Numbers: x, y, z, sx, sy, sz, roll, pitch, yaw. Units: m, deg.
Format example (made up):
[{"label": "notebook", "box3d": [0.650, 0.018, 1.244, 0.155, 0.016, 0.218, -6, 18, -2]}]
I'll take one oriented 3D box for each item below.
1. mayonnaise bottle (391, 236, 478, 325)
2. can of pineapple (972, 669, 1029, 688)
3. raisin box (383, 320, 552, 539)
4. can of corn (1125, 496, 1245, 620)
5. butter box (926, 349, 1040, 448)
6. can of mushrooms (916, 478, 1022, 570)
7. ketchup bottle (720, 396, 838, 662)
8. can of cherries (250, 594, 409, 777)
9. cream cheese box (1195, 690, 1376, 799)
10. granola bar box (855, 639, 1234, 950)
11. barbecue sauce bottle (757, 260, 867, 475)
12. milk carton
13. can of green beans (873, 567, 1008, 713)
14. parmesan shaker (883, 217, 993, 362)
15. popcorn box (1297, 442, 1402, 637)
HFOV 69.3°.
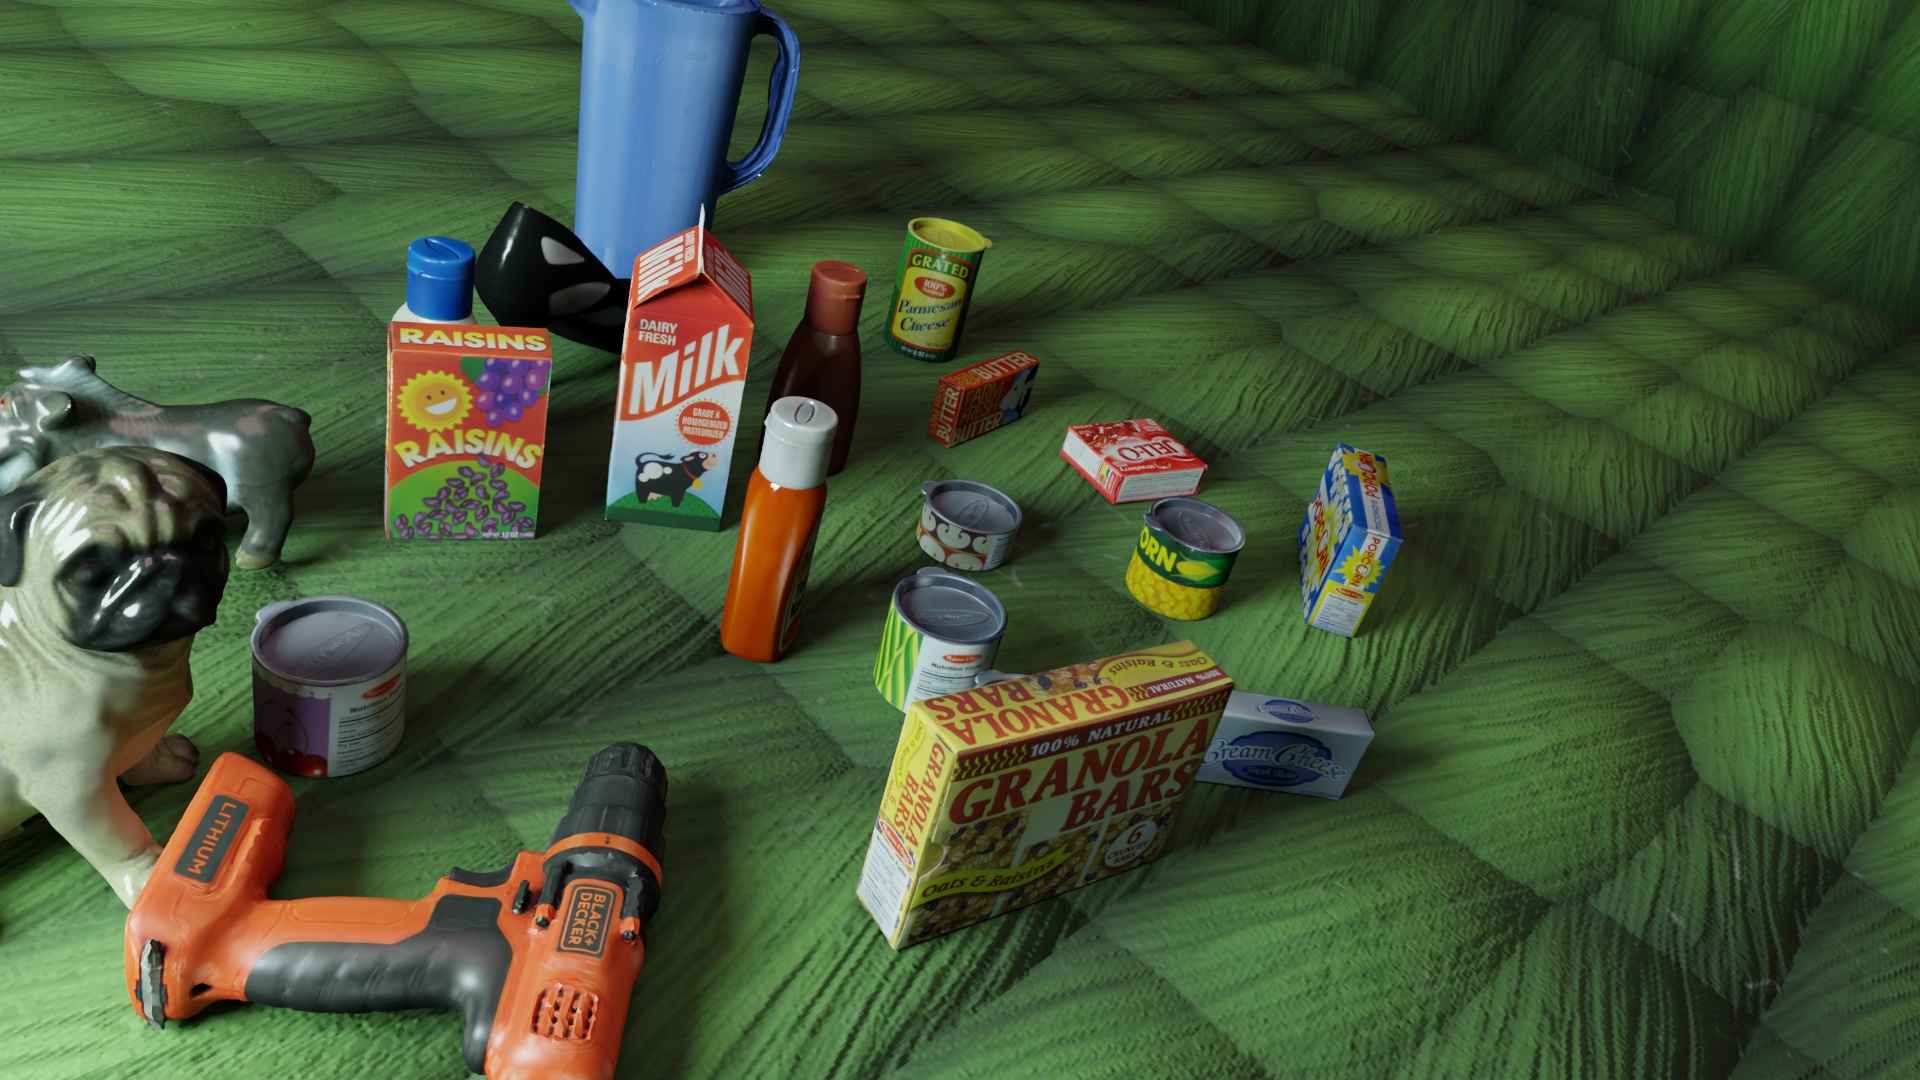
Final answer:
[{"label": "mayonnaise bottle", "box3d": [-0.311, -0.106, 0.828, 0.065, 0.147, 0.041, 31, 35, 23]}, {"label": "can of pineapple", "box3d": [0.029, 0.111, 0.726, 0.071, 0.057, 0.071, 12, 32, -7]}, {"label": "raisin box", "box3d": [-0.282, -0.061, 0.795, 0.086, 0.122, 0.040, 1, 35, -23]}, {"label": "can of corn", "box3d": [0.148, 0.012, 0.934, 0.071, 0.058, 0.071, 12, 32, -7]}, {"label": "butter box", "box3d": [0.018, -0.110, 1.072, 0.024, 0.052, 0.104, 33, 35, 25]}, {"label": "can of mushrooms", "box3d": [0.003, -0.012, 0.930, 0.071, 0.033, 0.071, 12, 32, -7]}, {"label": "ketchup bottle", "box3d": [-0.100, -0.007, 0.768, 0.043, 0.148, 0.065, 15, 31, -1]}, {"label": "can of cherries", "box3d": [-0.296, 0.067, 0.650, 0.071, 0.058, 0.072, 12, 32, -7]}, {"label": "cream cheese box", "box3d": [0.177, 0.116, 0.790, 0.104, 0.053, 0.024, 9, 32, -11]}, {"label": "granola bar box", "box3d": [0.041, 0.118, 0.658, 0.166, 0.123, 0.039, -9, 39, -34]}, {"label": "barbecue sauce bottle", "box3d": [-0.094, -0.114, 0.936, 0.065, 0.147, 0.044, -10, 40, -36]}, {"label": "milk carton", "box3d": [-0.170, -0.104, 0.848, 0.073, 0.189, 0.073, 6, 33, -15]}, {"label": "can of green beans", "box3d": [-0.012, 0.060, 0.788, 0.071, 0.057, 0.071, 12, 32, -7]}, {"label": "parmesan shaker", "box3d": [-0.020, -0.208, 1.159, 0.071, 0.102, 0.072, 12, 32, -7]}, {"label": "popcorn box", "box3d": [0.274, -0.002, 0.986, 0.038, 0.084, 0.127, 17, 32, 1]}]
